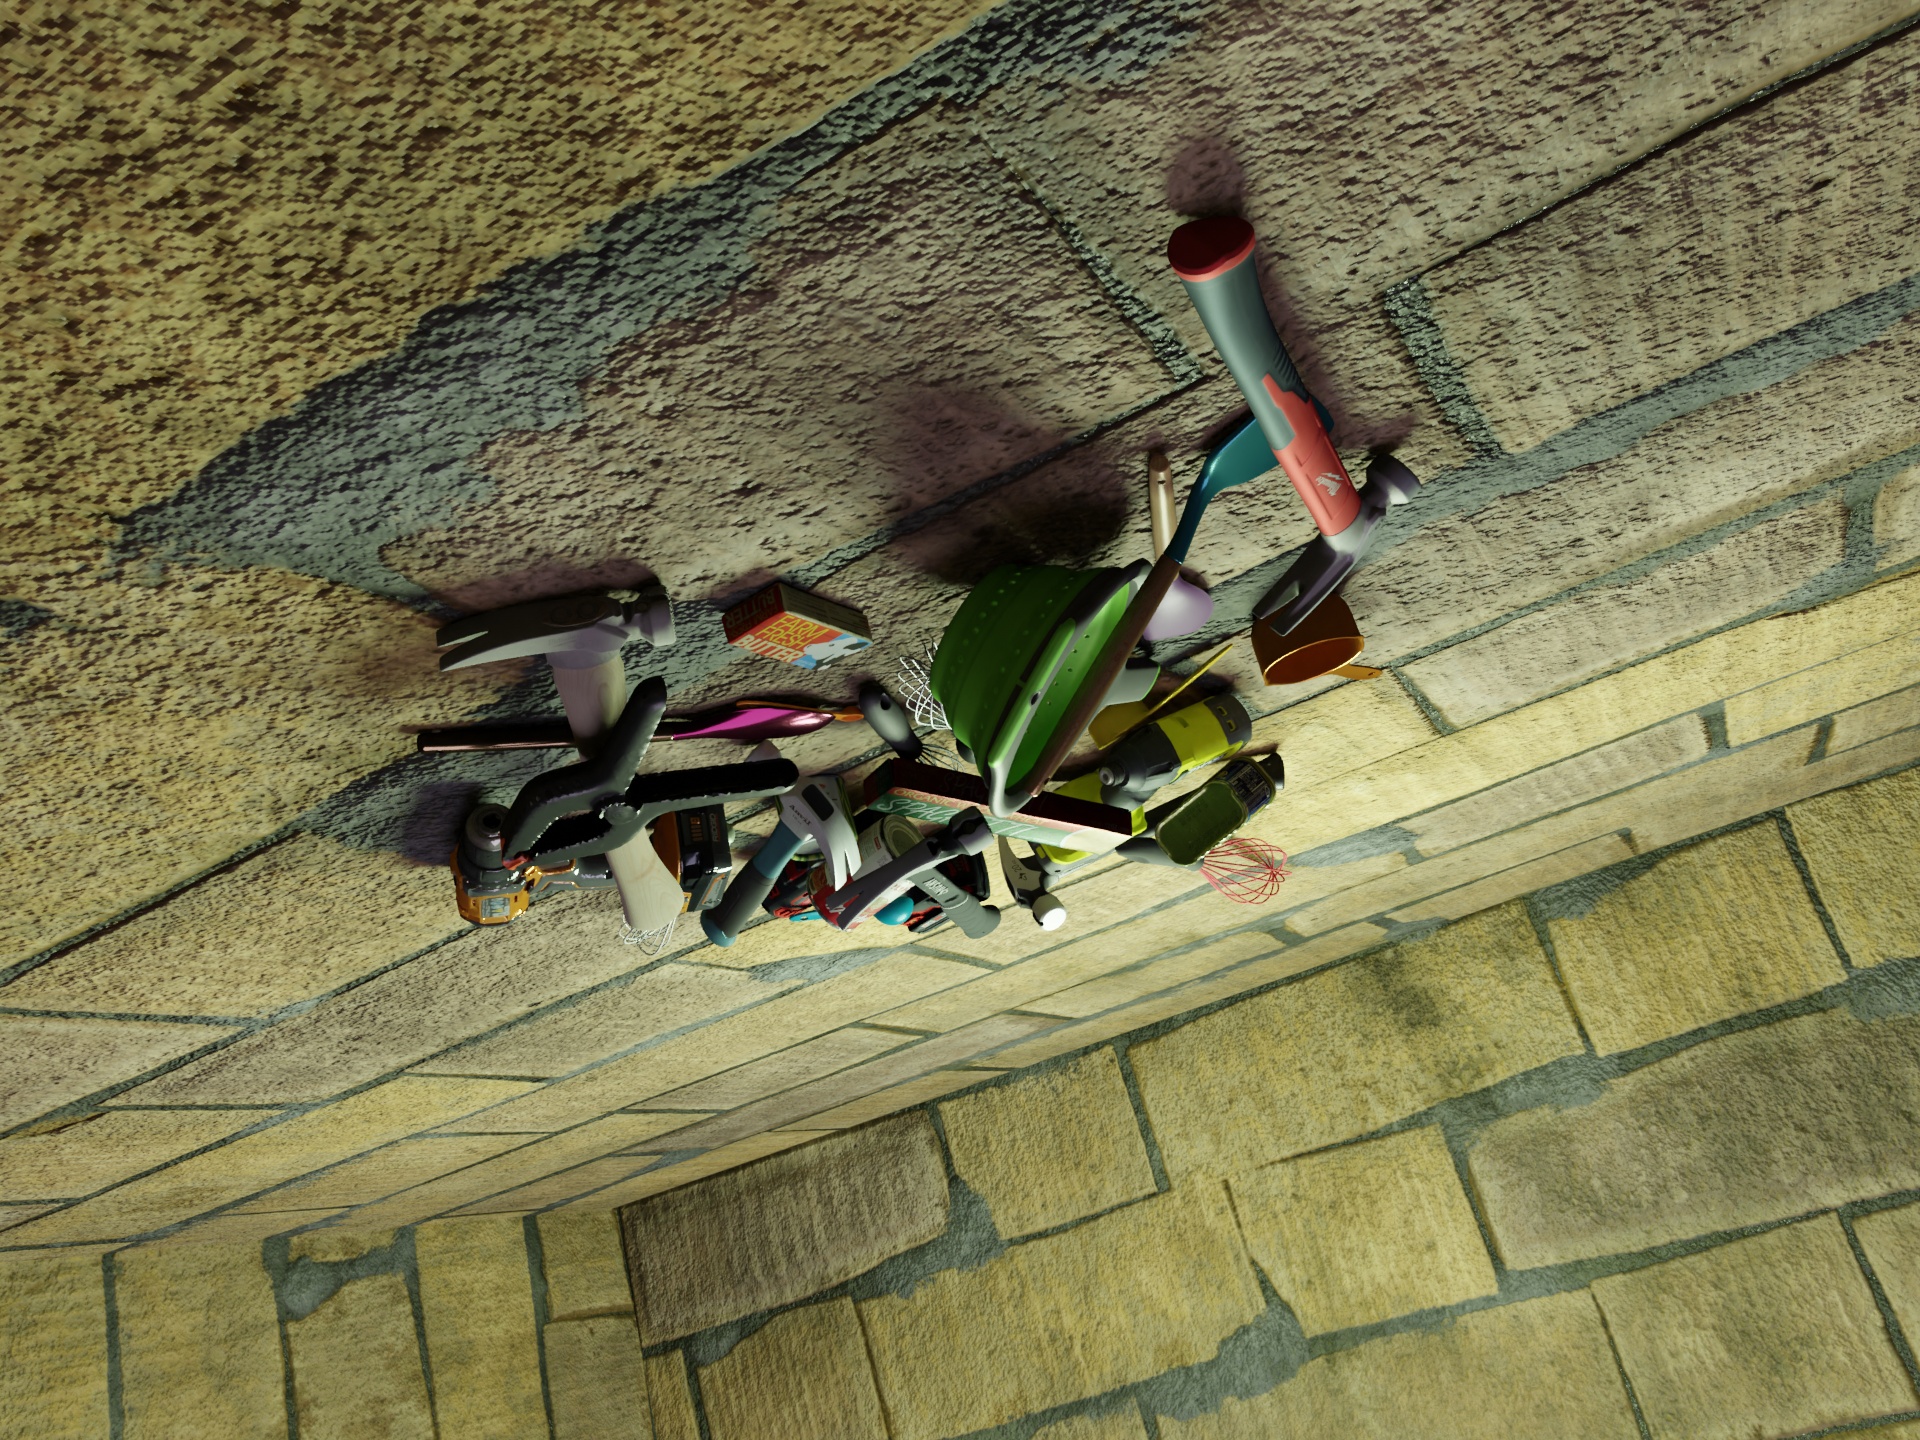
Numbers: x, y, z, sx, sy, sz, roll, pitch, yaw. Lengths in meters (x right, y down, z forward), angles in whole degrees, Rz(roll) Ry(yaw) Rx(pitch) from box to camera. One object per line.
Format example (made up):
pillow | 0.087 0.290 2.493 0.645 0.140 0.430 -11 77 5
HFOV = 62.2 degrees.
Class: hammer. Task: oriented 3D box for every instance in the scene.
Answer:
hammer | 0.195 0.105 1.665 0.334 0.146 0.035 -22 129 -16
hammer | -0.178 0.133 1.418 0.033 0.128 0.331 -44 177 -34
hammer | -0.014 0.165 1.471 0.149 0.036 0.408 -30 163 1
hammer | -0.262 0.050 1.151 0.146 0.038 0.410 -10 147 -10
hammer | 0.187 -0.170 0.958 0.143 0.038 0.386 -49 150 4

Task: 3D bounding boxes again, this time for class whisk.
whisk | -0.041 0.021 1.344 0.055 0.055 0.238 -19 155 8
whisk | -0.272 0.161 1.534 0.057 0.059 0.246 -12 157 -39
whisk | 0.247 0.143 1.611 0.073 0.073 0.295 -30 152 33
whisk | -0.001 -0.005 1.294 0.070 0.070 0.284 -17 165 3

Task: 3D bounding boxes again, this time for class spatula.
spatula | 0.153 -0.117 1.159 0.060 0.018 0.315 -11 161 6
spatula | 0.134 -0.080 1.050 0.082 0.044 0.317 18 106 -57

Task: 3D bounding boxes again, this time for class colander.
colander | 0.069 -0.046 1.183 0.204 0.094 0.397 -61 165 11

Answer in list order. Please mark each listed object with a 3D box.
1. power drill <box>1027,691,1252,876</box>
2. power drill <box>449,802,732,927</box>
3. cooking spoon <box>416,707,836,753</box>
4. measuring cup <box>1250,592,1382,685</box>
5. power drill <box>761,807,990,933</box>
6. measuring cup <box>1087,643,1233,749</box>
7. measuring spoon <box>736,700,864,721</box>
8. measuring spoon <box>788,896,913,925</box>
power drill | 0.153 0.062 1.506 0.171 0.080 0.223 -21 165 -36
power drill | -0.311 0.111 1.335 0.226 0.084 0.185 -4 155 -18
cooking spoon | -0.243 0.010 1.196 0.318 0.017 0.069 -3 165 -29
measuring cup | 0.313 -0.067 1.361 0.095 0.052 0.173 -30 157 33
power drill | -0.070 0.144 1.599 0.188 0.080 0.226 -34 149 33
measuring cup | 0.173 -0.029 1.396 0.156 0.029 0.062 -40 172 27
measuring spoon | -0.125 -0.011 1.250 0.116 0.011 0.021 6 160 -39
measuring spoon | -0.106 0.196 1.574 0.128 0.021 0.042 -4 151 -21
